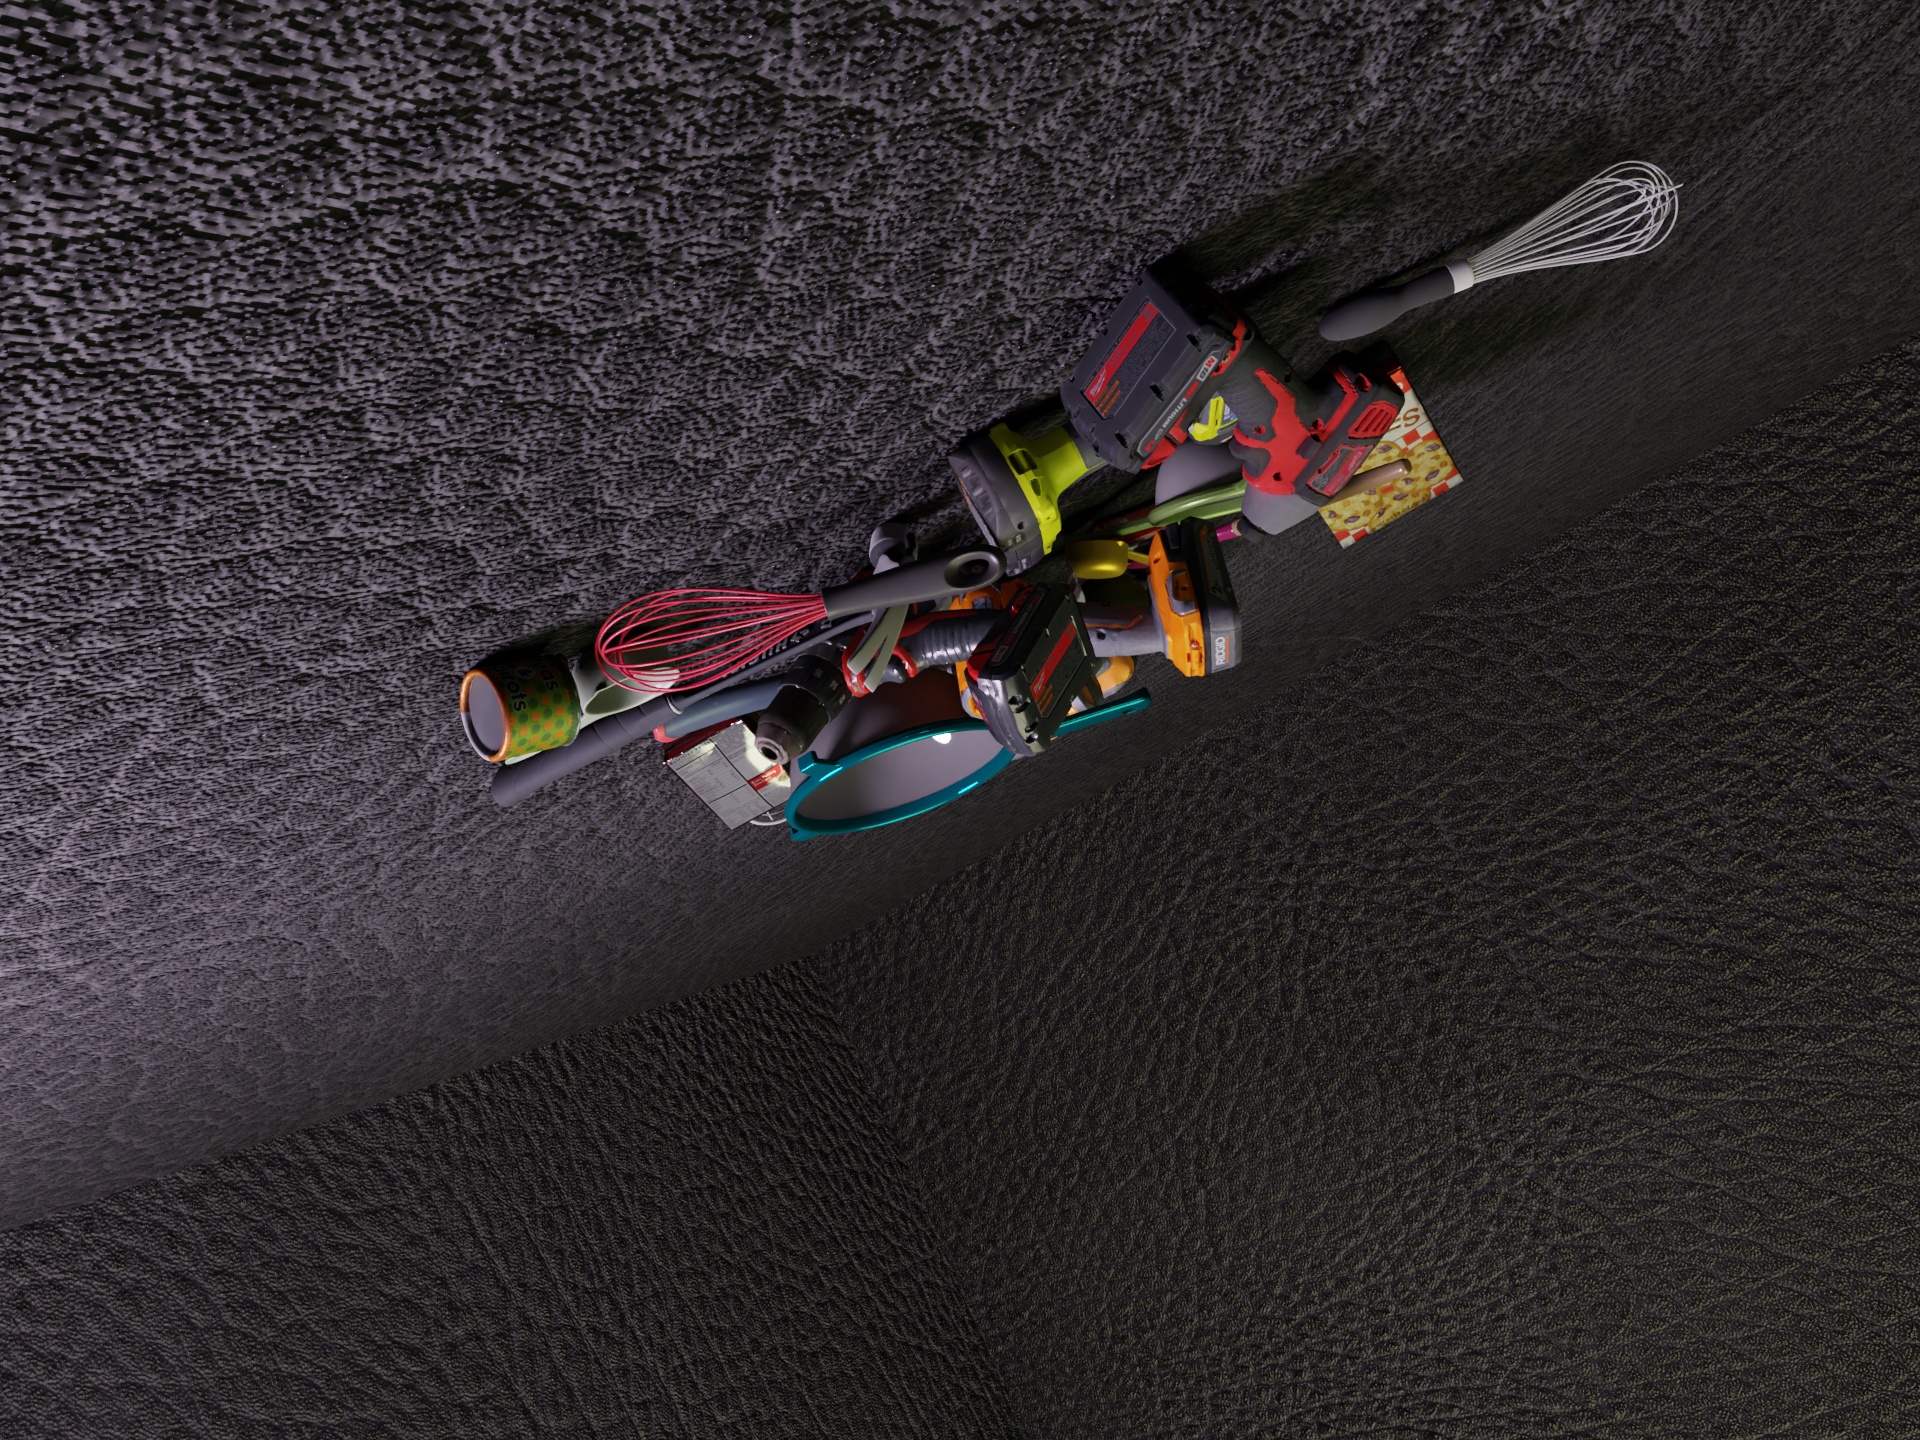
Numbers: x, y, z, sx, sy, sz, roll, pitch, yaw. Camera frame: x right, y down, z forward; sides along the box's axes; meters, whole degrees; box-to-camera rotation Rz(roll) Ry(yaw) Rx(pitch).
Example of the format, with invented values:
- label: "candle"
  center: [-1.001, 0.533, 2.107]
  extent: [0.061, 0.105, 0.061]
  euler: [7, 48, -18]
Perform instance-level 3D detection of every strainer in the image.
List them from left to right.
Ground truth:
- label: "strainer"
  center: [-0.002, -0.004, 1.380]
  extent: [0.340, 0.095, 0.211]
  euler: [-17, 161, -15]
- label: "strainer"
  center: [0.186, -0.205, 1.363]
  extent: [0.256, 0.069, 0.151]
  euler: [-12, -179, 42]

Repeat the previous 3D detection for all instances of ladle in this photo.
- label: "ladle"
  center: [0.169, -0.122, 1.600]
  extent: [0.078, 0.062, 0.320]
  euler: [-12, -176, 16]

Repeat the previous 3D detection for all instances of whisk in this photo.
- label: "whisk"
  center: [-0.112, -0.077, 1.101]
  extent: [0.296, 0.073, 0.073]
  euler: [-13, 170, 4]
- label: "whisk"
  center: [0.401, -0.344, 1.185]
  extent: [0.284, 0.070, 0.070]
  euler: [-22, 170, 2]

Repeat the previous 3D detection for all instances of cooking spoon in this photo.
- label: "cooking spoon"
  center: [0.265, -0.178, 1.413]
  extent: [0.068, 0.017, 0.319]
  euler: [-20, -178, -40]

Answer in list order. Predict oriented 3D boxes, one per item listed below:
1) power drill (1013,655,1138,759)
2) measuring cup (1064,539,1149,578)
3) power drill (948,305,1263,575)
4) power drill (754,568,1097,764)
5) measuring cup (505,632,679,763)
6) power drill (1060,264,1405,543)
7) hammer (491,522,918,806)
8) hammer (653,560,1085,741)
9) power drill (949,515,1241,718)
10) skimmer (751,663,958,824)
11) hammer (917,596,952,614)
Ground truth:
- label: "power drill"
  center: [0.074, -0.019, 1.583]
  extent: [0.185, 0.084, 0.226]
  euler: [-31, -173, 26]
- label: "measuring cup"
  center: [0.156, -0.138, 1.446]
  extent: [0.156, 0.029, 0.062]
  euler: [8, 172, -44]
- label: "power drill"
  center: [0.111, -0.198, 1.147]
  extent: [0.223, 0.080, 0.171]
  euler: [-29, 169, 1]
- label: "power drill"
  center: [-0.034, -0.033, 1.188]
  extent: [0.227, 0.080, 0.188]
  euler: [7, -132, 33]
- label: "measuring cup"
  center: [-0.287, -0.017, 1.195]
  extent: [0.167, 0.038, 0.083]
  euler: [-28, 169, 23]
- label: "power drill"
  center: [0.180, -0.195, 1.038]
  extent: [0.219, 0.079, 0.143]
  euler: [13, 124, -40]
- label: "hammer"
  center: [-0.208, -0.017, 1.226]
  extent: [0.409, 0.149, 0.036]
  euler: [-24, 128, 24]
- label: "hammer"
  center: [-0.078, -0.052, 1.374]
  extent: [0.386, 0.038, 0.143]
  euler: [-14, 159, -15]
- label: "power drill"
  center: [0.102, -0.095, 1.298]
  extent: [0.226, 0.164, 0.084]
  euler: [-11, 145, 3]
- label: "skimmer"
  center: [-0.057, 0.001, 1.537]
  extent: [0.363, 0.090, 0.127]
  euler: [-20, 141, 17]
- label: "hammer"
  center: [0.013, -0.092, 1.543]
  extent: [0.128, 0.033, 0.331]
  euler: [-29, 169, 13]
